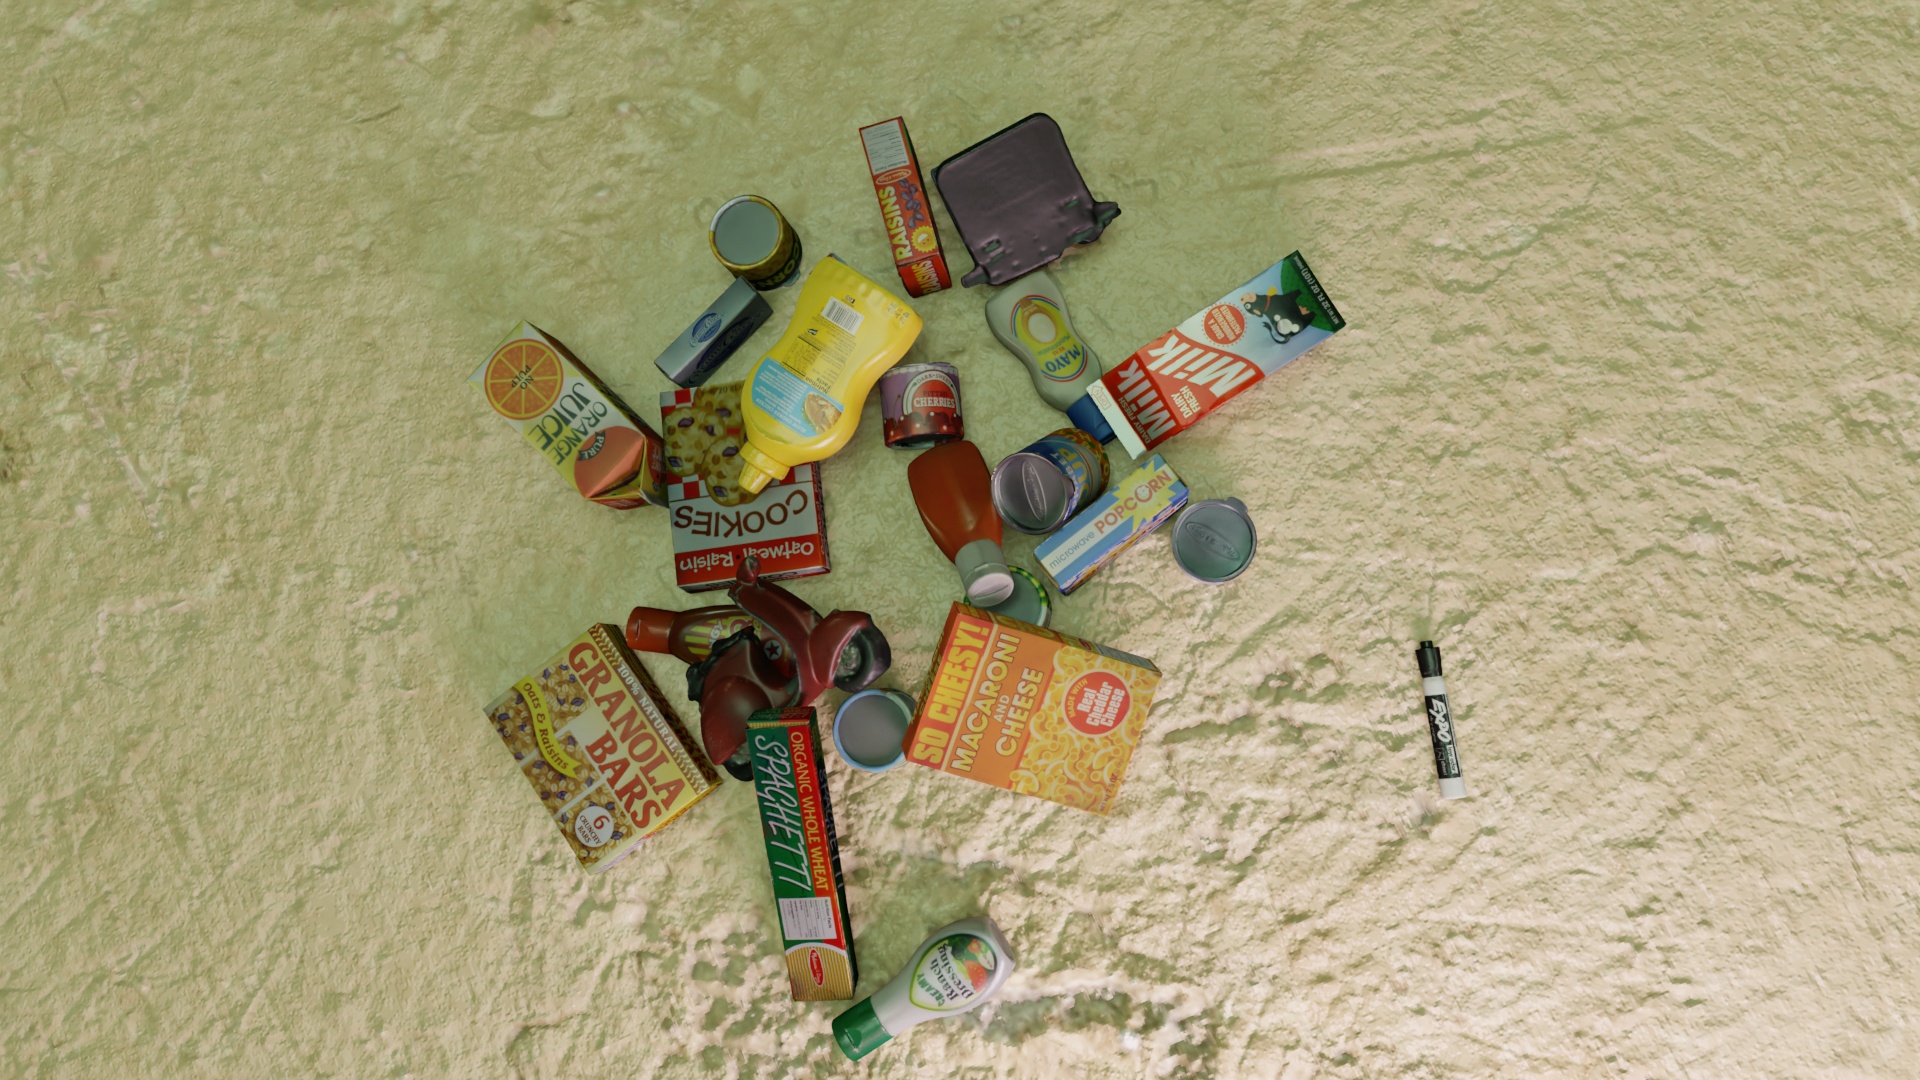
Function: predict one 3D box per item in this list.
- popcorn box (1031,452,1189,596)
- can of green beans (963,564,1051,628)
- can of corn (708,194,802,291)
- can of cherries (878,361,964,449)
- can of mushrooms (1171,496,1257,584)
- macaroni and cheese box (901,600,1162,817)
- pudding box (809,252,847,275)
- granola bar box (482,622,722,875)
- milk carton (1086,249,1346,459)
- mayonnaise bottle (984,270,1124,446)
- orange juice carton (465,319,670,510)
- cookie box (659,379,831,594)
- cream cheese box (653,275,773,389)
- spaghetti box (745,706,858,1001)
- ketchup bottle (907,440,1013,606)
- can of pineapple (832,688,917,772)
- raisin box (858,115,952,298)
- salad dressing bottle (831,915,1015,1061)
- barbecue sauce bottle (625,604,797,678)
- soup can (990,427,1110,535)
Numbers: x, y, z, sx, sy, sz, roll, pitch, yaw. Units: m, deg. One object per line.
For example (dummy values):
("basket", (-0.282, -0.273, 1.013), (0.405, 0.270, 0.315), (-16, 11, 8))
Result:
("popcorn box", (0.118, -0.010, 1.086), (0.126, 0.085, 0.038), (-38, 79, 2))
("can of green beans", (0.037, 0.054, 1.102), (0.071, 0.058, 0.071), (-1, 82, 7))
("can of corn", (-0.171, -0.249, 1.169), (0.071, 0.058, 0.071), (-1, 83, 8))
("can of cherries", (-0.031, -0.108, 1.126), (0.071, 0.071, 0.058), (-6, 82, 7))
("can of mushrooms", (0.202, 0.000, 1.100), (0.071, 0.033, 0.071), (-1, 82, 8))
("macaroni and cheese box", (0.053, 0.129, 1.058), (0.166, 0.040, 0.123), (18, 99, -12))
("pudding box", (-0.083, -0.197, 1.155), (0.030, 0.049, 0.084), (-45, 80, 2))
("granola bar box", (-0.293, 0.169, 1.139), (0.124, 0.039, 0.166), (-37, 79, 2))
("milk carton", (0.198, -0.143, 1.094), (0.190, 0.073, 0.072), (-33, 88, 1))
("mayonnaise bottle", (0.081, -0.144, 1.131), (0.065, 0.041, 0.148), (-31, 80, -6))
("orange juice carton", (-0.311, -0.090, 1.160), (0.193, 0.072, 0.073), (43, 90, 11))
("cookie box", (-0.178, -0.048, 1.153), (0.123, 0.040, 0.167), (-8, 80, 6))
("cream cheese box", (-0.206, -0.172, 1.166), (0.104, 0.053, 0.024), (-45, 78, 0))
("spaghetti box", (-0.118, 0.241, 1.055), (0.050, 0.029, 0.249), (-4, 110, 6))
("ketchup bottle", (0.004, -0.014, 1.086), (0.065, 0.043, 0.149), (-22, 47, 2))
("can of pineapple", (-0.066, 0.151, 1.102), (0.071, 0.058, 0.071), (-1, 83, 8))
("raisin box", (-0.045, -0.272, 1.142), (0.040, 0.086, 0.123), (-16, 81, 4))
("salad dressing bottle", (-0.030, 0.350, 1.078), (0.147, 0.044, 0.064), (-34, 81, 2))
("barbecue sauce bottle", (-0.197, 0.081, 1.136), (0.148, 0.044, 0.065), (7, 92, 9))
("soup can", (0.074, -0.048, 1.083), (0.071, 0.084, 0.071), (10, 112, 27))
